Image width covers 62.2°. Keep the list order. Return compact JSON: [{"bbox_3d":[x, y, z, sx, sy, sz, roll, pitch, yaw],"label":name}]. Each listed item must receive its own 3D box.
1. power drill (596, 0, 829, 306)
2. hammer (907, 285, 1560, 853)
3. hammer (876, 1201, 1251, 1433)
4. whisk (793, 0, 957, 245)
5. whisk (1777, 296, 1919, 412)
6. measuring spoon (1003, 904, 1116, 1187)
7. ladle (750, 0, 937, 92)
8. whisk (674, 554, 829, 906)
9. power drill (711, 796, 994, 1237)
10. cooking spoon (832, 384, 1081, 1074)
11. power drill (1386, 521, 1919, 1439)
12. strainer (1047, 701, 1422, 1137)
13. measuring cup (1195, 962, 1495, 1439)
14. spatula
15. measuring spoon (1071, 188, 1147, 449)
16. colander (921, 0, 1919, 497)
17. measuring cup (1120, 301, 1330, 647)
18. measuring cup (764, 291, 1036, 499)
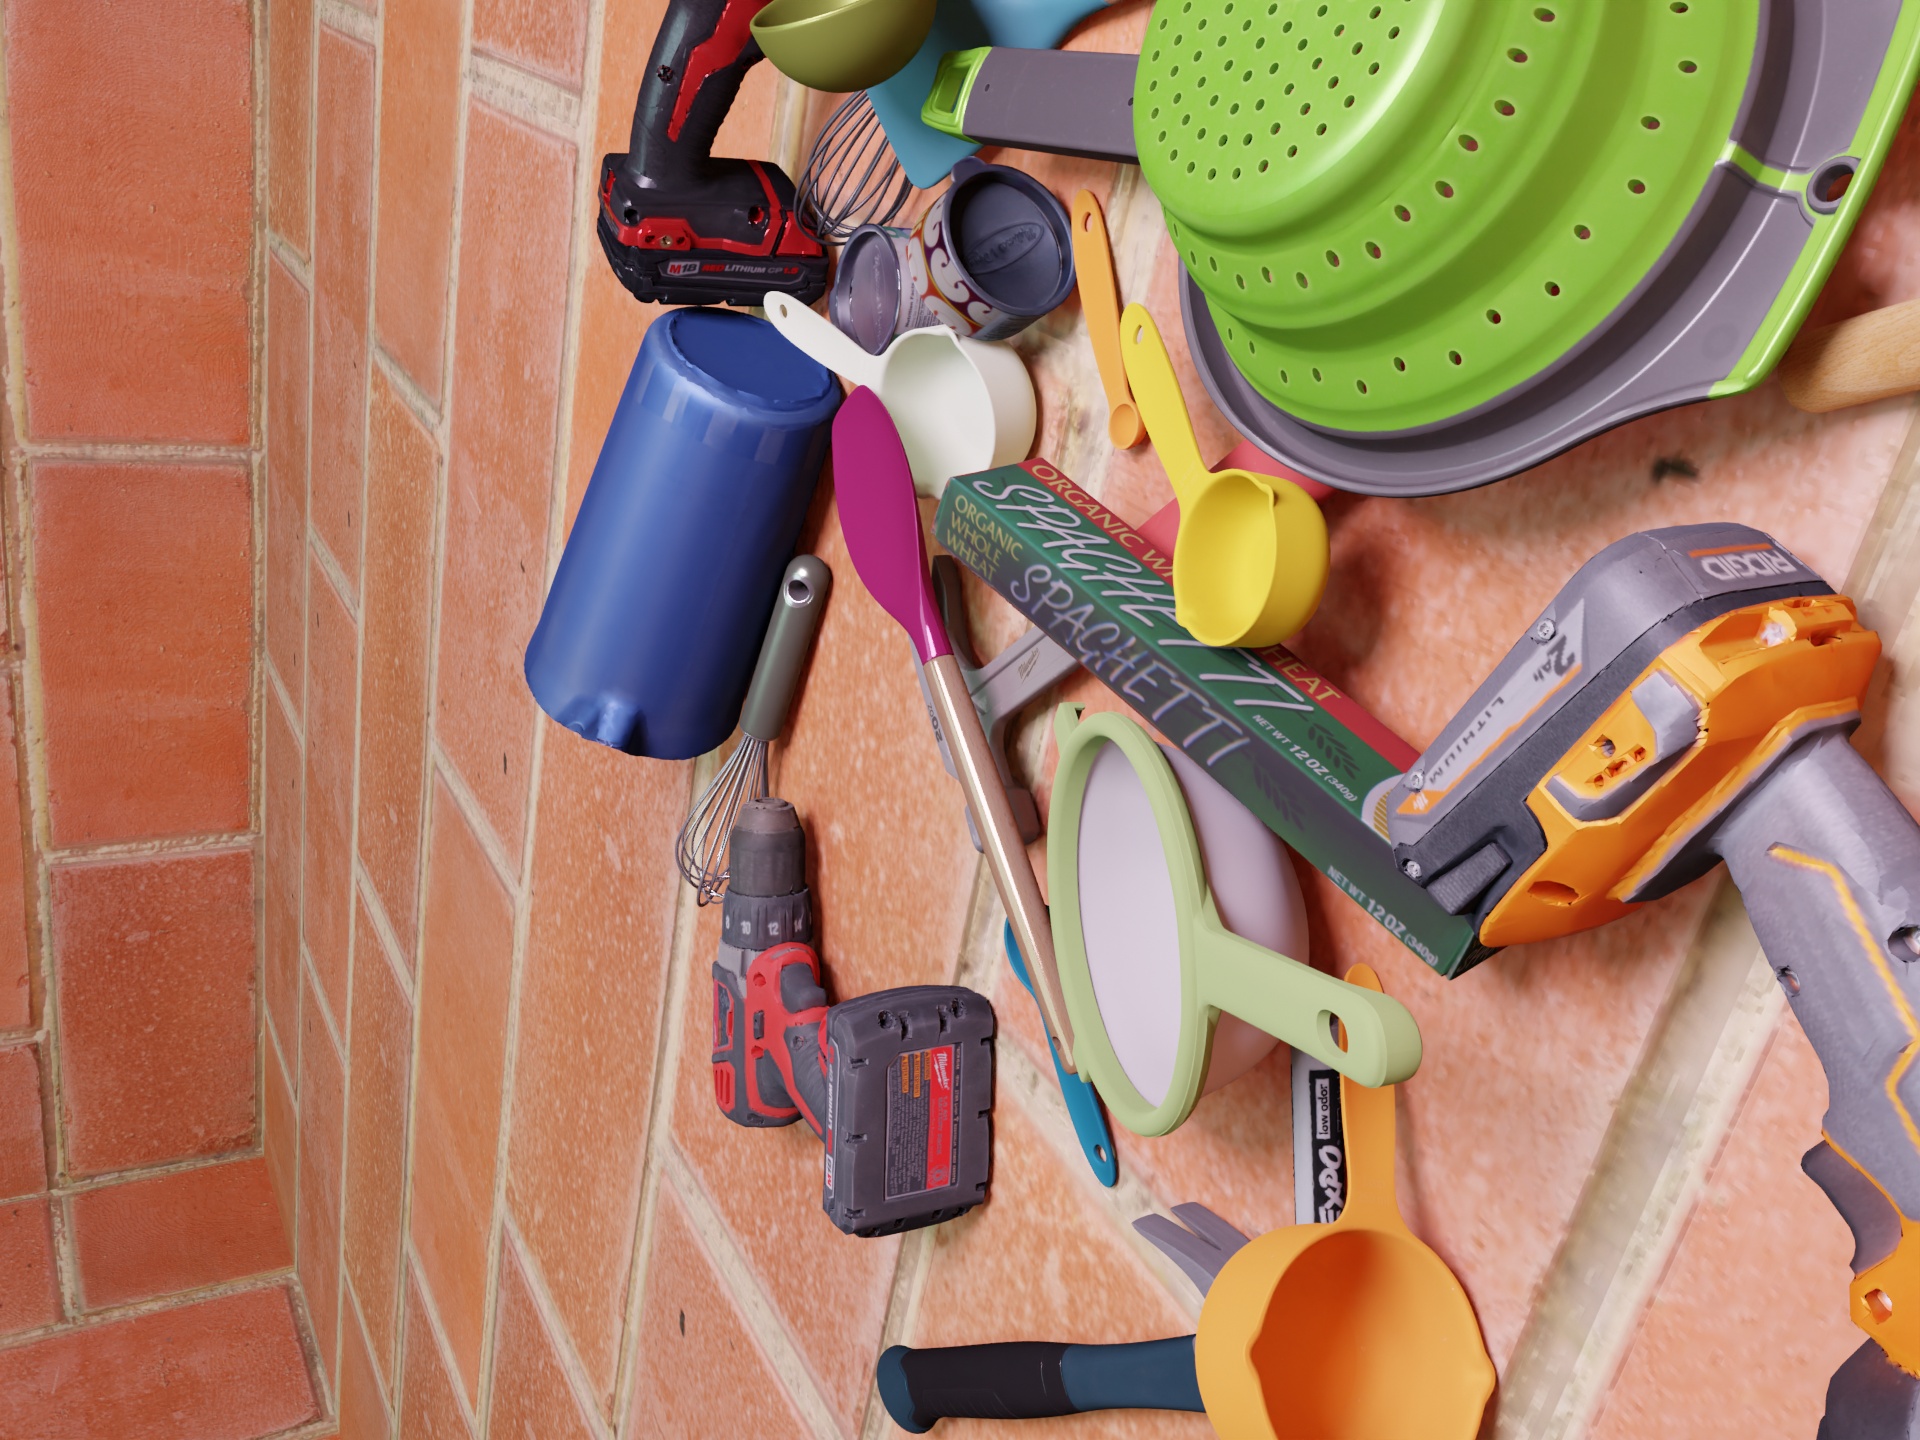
[{"bbox_3d":[-0.104,-0.320,0.785,0.219,0.143,0.079,108,146,-42],"label":"power drill"},{"bbox_3d":[0.079,-0.071,0.607,0.359,0.036,0.149,-38,62,54],"label":"hammer"},{"bbox_3d":[0.046,0.293,0.705,0.331,0.033,0.128,-37,64,54],"label":"hammer"},{"bbox_3d":[-0.011,-0.303,0.718,0.239,0.055,0.055,-45,56,45],"label":"whisk"},{"bbox_3d":[0.272,-0.097,0.298,0.245,0.051,0.047,-8,66,62],"label":"whisk"},{"bbox_3d":[0.052,0.140,0.700,0.042,0.021,0.128,-23,84,56],"label":"measuring spoon"},{"bbox_3d":[-0.023,-0.407,0.650,0.078,0.062,0.320,6,82,34],"label":"ladle"},{"bbox_3d":[-0.119,0.011,0.930,0.058,0.059,0.246,25,119,6],"label":"whisk"},{"bbox_3d":[-0.072,0.150,0.842,0.227,0.080,0.188,17,108,59],"label":"power drill"},{"bbox_3d":[-0.001,-0.002,0.690,0.068,0.017,0.319,-41,63,53],"label":"cooking spoon"},{"bbox_3d":[0.206,0.081,0.382,0.227,0.084,0.164,59,140,30],"label":"power drill"},{"bbox_3d":[0.098,0.073,0.524,0.256,0.069,0.151,-168,74,-74],"label":"strainer"},{"bbox_3d":[0.124,0.172,0.539,0.052,0.095,0.174,140,138,-60],"label":"measuring cup"},{"bbox_3d":[0.066,-0.279,0.595,0.318,0.044,0.082,5,125,56],"label":"spatula"},{"bbox_3d":[0.061,-0.165,0.650,0.021,0.011,0.117,-30,65,55],"label":"measuring spoon"},{"bbox_3d":[0.071,-0.199,0.491,0.397,0.094,0.204,33,106,50],"label":"colander"},{"bbox_3d":[0.086,-0.090,0.543,0.062,0.029,0.157,121,146,-44],"label":"measuring cup"},{"bbox_3d":[-0.029,-0.163,0.734,0.168,0.038,0.083,39,134,33],"label":"measuring cup"}]
